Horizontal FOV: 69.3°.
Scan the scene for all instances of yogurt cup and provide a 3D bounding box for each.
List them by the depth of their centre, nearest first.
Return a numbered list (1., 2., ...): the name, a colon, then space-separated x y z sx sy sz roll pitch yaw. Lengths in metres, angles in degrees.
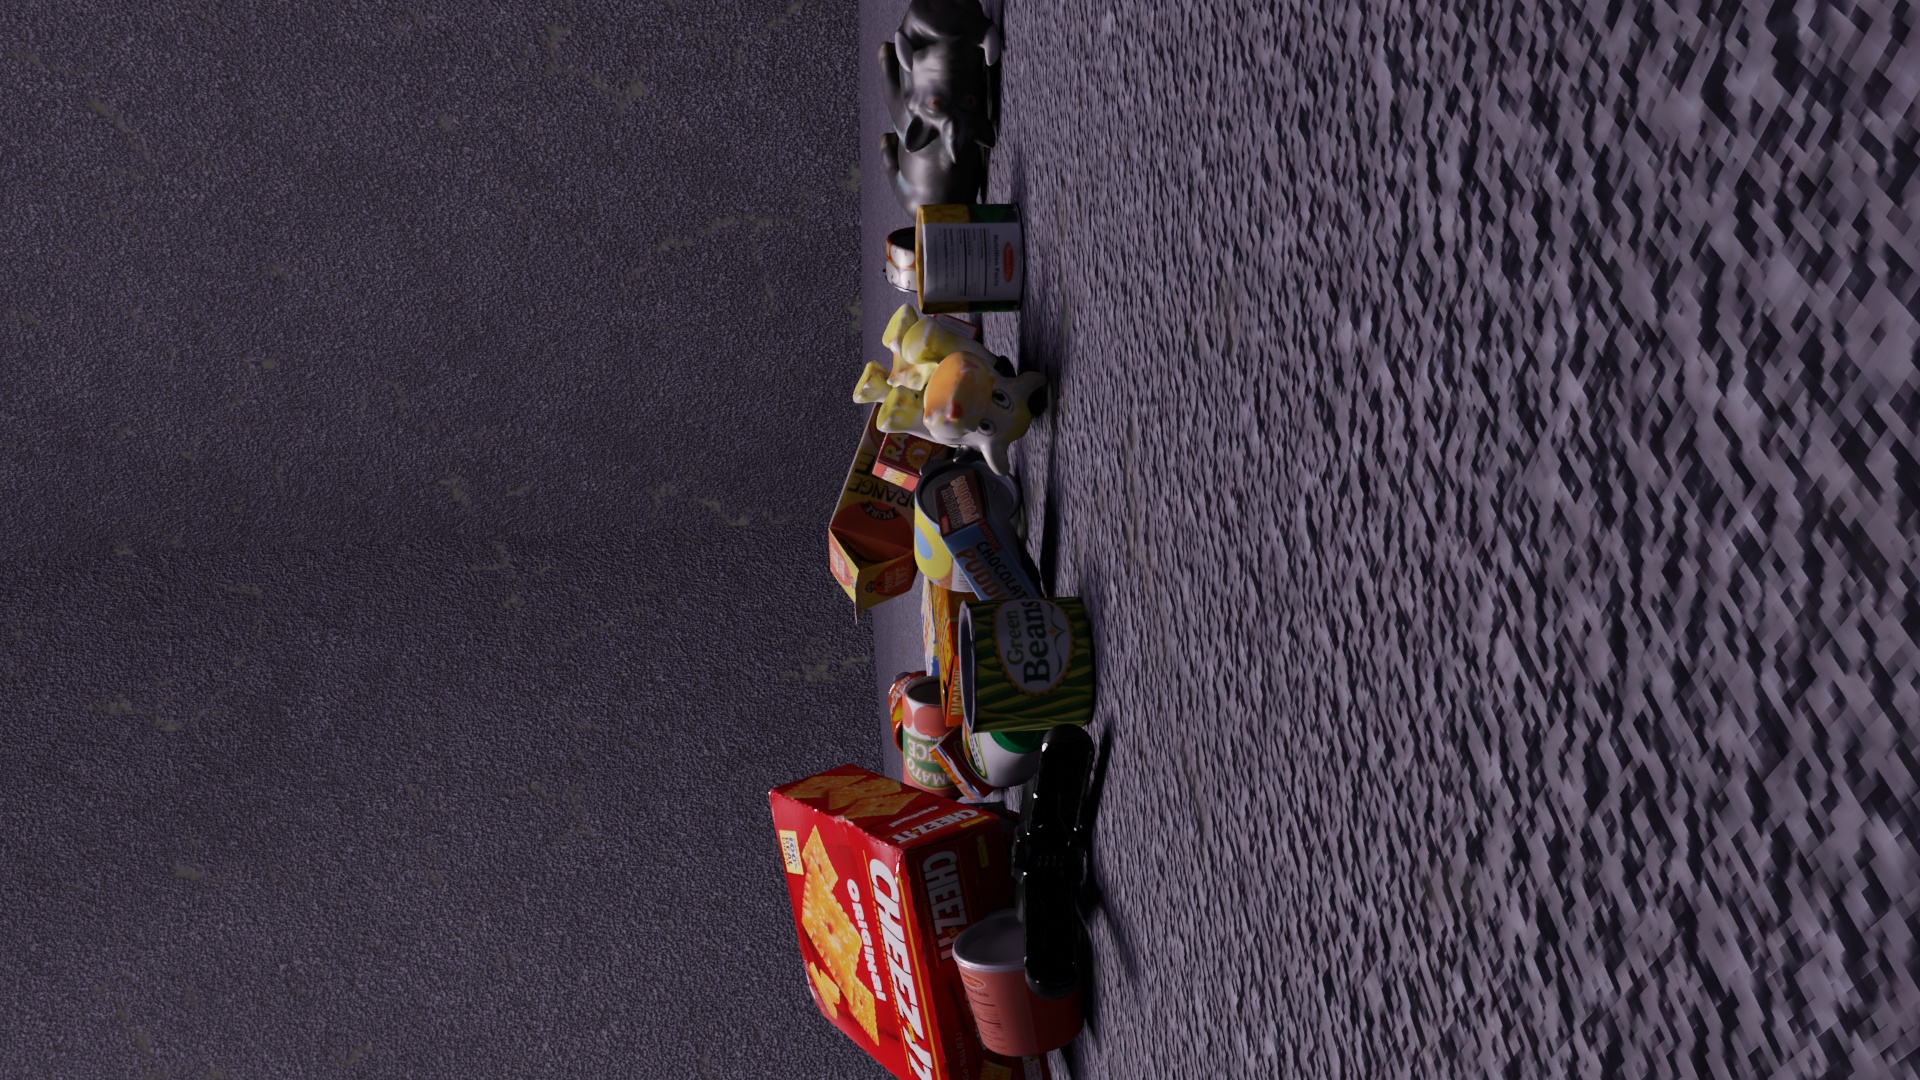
1. yogurt cup: 0.033 0.231 0.723 0.072 0.072 0.054 -137 37 -82

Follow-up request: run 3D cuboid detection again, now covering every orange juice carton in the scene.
1. orange juice carton: -0.058 -0.029 1.148 0.071 0.073 0.193 98 -172 -62

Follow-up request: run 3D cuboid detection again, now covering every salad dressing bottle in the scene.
1. salad dressing bottle: 0.029 0.106 0.793 0.147 0.044 0.064 112 154 -76

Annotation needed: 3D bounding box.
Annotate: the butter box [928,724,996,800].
1. butter box: 0.004 0.169 1.048 0.053 0.024 0.103 49 168 6

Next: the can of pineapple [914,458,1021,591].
1. can of pineapple: 0.003 -0.011 0.879 0.057 0.071 0.071 93 171 -47

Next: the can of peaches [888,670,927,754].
1. can of peaches: -0.036 0.166 1.328 0.058 0.071 0.071 -103 12 -56

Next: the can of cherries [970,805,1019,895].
1. can of cherries: 0.011 0.211 0.912 0.071 0.071 0.058 -136 44 -81

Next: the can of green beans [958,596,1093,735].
1. can of green beans: 0.031 0.061 0.684 0.071 0.058 0.071 -179 86 -84

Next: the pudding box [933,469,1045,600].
1. pudding box: 0.018 0.008 0.770 0.083 0.030 0.050 57 -168 -34

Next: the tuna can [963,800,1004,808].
1. tuna can: 0.017 0.227 1.025 0.071 0.033 0.071 -179 86 -85

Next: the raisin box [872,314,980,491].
1. raisin box: -0.027 -0.104 1.056 0.086 0.040 0.123 150 141 -82

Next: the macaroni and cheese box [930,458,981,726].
1. macaroni and cheese box: 0.001 0.041 1.055 0.123 0.040 0.167 96 170 -58

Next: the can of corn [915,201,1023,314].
1. can of corn: 0.004 -0.170 0.839 0.071 0.058 0.071 -179 87 -84

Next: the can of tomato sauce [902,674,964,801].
1. can of tomato sauce: -0.015 0.161 1.137 0.071 0.071 0.082 -111 20 -72

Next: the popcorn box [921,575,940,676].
1. popcorn box: -0.010 0.070 1.186 0.126 0.038 0.085 97 170 -59

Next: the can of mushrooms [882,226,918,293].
1. can of mushrooms: -0.026 -0.214 1.058 0.071 0.071 0.033 -102 13 -58
